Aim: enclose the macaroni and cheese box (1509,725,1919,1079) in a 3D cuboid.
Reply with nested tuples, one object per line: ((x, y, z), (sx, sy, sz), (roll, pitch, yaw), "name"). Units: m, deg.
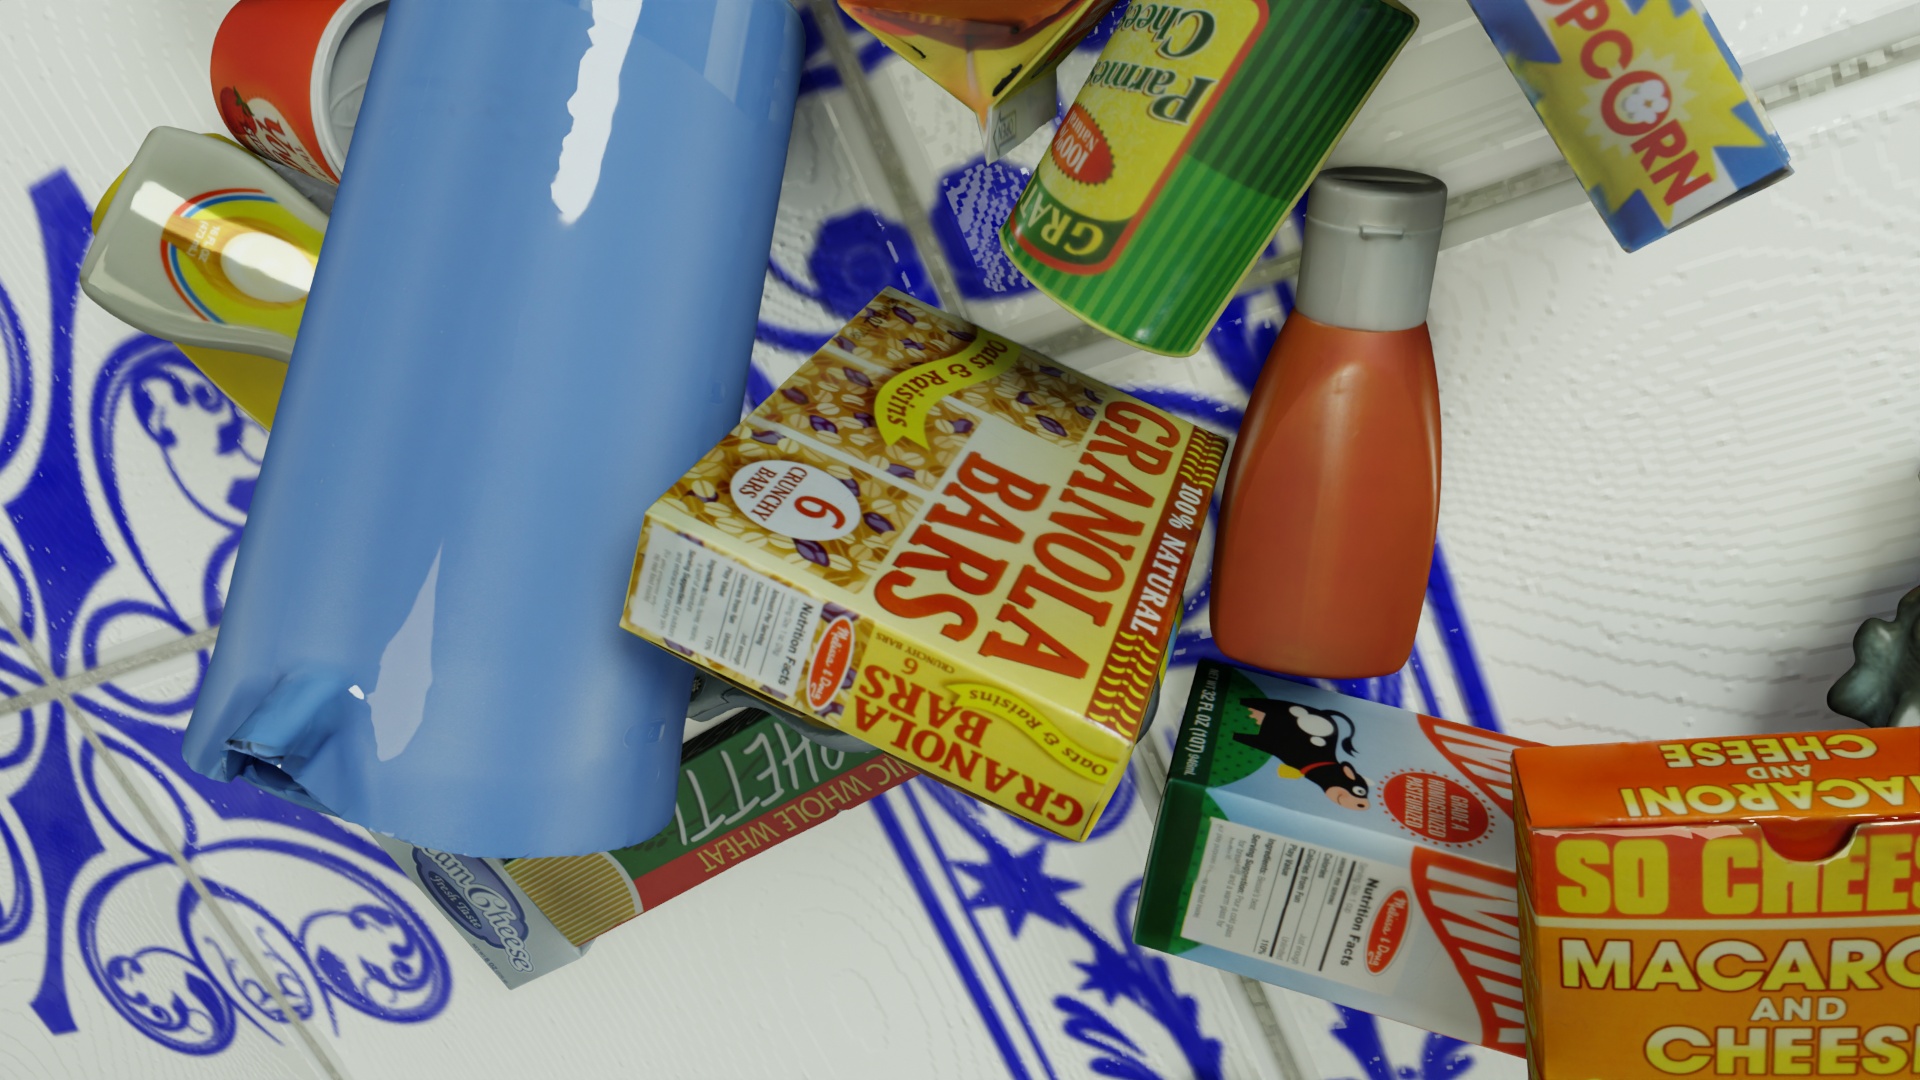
((0.219, 0.133, 0.374), (0.124, 0.040, 0.165), (-6, 112, 15), "macaroni and cheese box")

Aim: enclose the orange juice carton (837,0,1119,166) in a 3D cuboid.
((0.005, -0.197, 0.344), (0.073, 0.072, 0.191), (0, 115, 19), "orange juice carton")

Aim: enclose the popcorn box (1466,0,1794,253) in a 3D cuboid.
((0.138, -0.137, 0.323), (0.038, 0.085, 0.126), (-31, 103, 29), "popcorn box")

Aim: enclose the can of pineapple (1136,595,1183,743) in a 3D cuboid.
((0.037, 0.029, 0.455), (0.071, 0.058, 0.070), (7, 117, 14), "can of pineapple")

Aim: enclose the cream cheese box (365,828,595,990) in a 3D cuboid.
((-0.210, 0.147, 0.613), (0.053, 0.024, 0.103), (-30, 104, 27), "cream cheese box")

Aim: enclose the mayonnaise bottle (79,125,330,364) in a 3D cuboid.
((-0.198, -0.075, 0.458), (0.148, 0.041, 0.065), (24, 82, -24), "mayonnaise bottle")

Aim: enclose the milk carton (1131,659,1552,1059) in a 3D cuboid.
((0.159, 0.108, 0.447), (0.191, 0.073, 0.073), (14, 120, 12), "milk carton")

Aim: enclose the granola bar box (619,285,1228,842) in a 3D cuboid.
((0.001, -0.005, 0.387), (0.124, 0.166, 0.038), (25, 123, 5), "granola bar box")

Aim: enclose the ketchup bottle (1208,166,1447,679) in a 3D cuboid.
((0.112, -0.032, 0.408), (0.065, 0.044, 0.148), (5, 117, 7), "ketchup bottle")

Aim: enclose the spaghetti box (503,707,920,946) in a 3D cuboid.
((-0.083, 0.095, 0.544), (0.249, 0.029, 0.050), (-31, 104, 28), "spaghetti box")

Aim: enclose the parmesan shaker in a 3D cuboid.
((0.063, -0.111, 0.373), (0.071, 0.071, 0.102), (32, 119, 0), "parmesan shaker")

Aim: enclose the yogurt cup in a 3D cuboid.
((-0.197, -0.144, 0.442), (0.054, 0.073, 0.072), (15, 120, 19), "yogurt cup")

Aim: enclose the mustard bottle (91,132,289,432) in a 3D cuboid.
((-0.234, -0.067, 0.500), (0.065, 0.049, 0.160), (-32, 103, 28), "mustard bottle")
